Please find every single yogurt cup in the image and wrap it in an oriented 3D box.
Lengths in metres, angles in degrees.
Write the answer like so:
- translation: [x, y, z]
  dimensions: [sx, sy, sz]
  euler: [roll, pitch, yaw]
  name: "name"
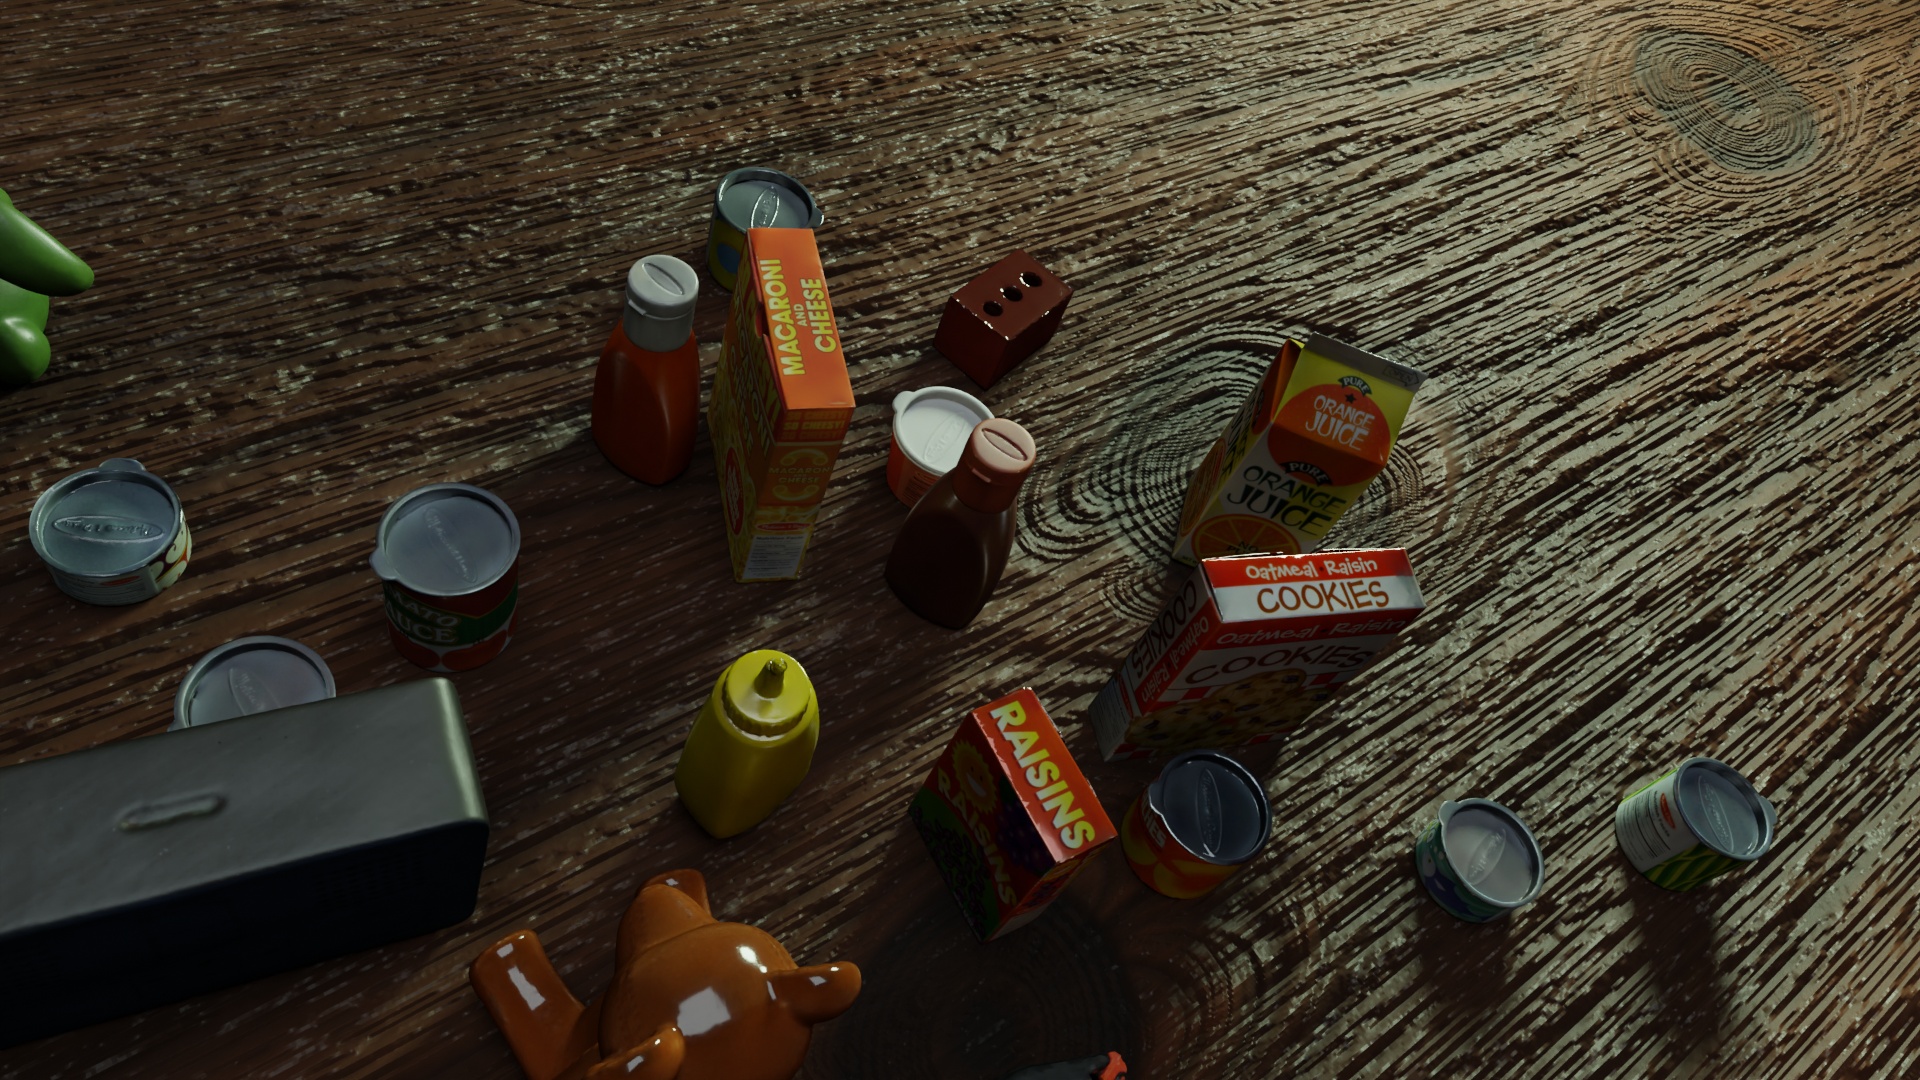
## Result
- translation: [-0.014, -0.053, 0.858]
  dimensions: [0.072, 0.053, 0.073]
  euler: [9, 55, -13]
  name: "yogurt cup"

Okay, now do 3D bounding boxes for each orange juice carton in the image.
- translation: [0.202, -0.052, 0.843]
  dimensions: [0.072, 0.191, 0.073]
  euler: [22, 53, -3]
  name: "orange juice carton"

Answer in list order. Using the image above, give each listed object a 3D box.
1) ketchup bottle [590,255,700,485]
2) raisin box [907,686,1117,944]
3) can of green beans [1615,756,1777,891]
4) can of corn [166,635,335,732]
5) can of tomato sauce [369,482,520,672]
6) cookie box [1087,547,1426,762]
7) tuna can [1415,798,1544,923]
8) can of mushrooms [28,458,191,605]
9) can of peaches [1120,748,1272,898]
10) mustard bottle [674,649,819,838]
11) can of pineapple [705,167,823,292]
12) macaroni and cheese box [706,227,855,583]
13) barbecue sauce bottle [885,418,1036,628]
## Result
- translation: [-0.173, -0.095, 0.775]
  dimensions: [0.065, 0.148, 0.044]
  euler: [39, 54, 10]
  name: "ketchup bottle"
- translation: [0.023, 0.140, 0.696]
  dimensions: [0.040, 0.122, 0.086]
  euler: [-18, 64, -28]
  name: "raisin box"
- translation: [0.450, 0.175, 0.854]
  dimensions: [0.071, 0.057, 0.071]
  euler: [9, 55, -13]
  name: "can of green beans"
- translation: [-0.331, 0.089, 0.655]
  dimensions: [0.071, 0.058, 0.071]
  euler: [9, 55, -13]
  name: "can of corn"
- translation: [-0.261, 0.022, 0.708]
  dimensions: [0.071, 0.082, 0.071]
  euler: [9, 55, -13]
  name: "can of tomato sauce"
- translation: [0.157, 0.064, 0.765]
  dimensions: [0.123, 0.166, 0.040]
  euler: [-3, 59, -20]
  name: "cookie box"
- translation: [0.301, 0.186, 0.814]
  dimensions: [0.071, 0.032, 0.071]
  euler: [9, 55, -13]
  name: "tuna can"
- translation: [-0.427, -0.004, 0.702]
  dimensions: [0.071, 0.033, 0.071]
  euler: [9, 55, -13]
  name: "can of mushrooms"
- translation: [0.126, 0.155, 0.761]
  dimensions: [0.071, 0.057, 0.071]
  euler: [9, 55, -13]
  name: "can of peaches"
- translation: [-0.098, 0.091, 0.667]
  dimensions: [0.065, 0.159, 0.049]
  euler: [-33, 72, -33]
  name: "mustard bottle"
- translation: [-0.131, -0.202, 0.918]
  dimensions: [0.071, 0.057, 0.071]
  euler: [9, 55, -13]
  name: "can of pineapple"
- translation: [-0.105, -0.071, 0.771]
  dimensions: [0.040, 0.165, 0.124]
  euler: [-3, 58, -20]
  name: "macaroni and cheese box"
- translation: [0.003, -0.010, 0.776]
  dimensions: [0.065, 0.147, 0.044]
  euler: [36, 54, 7]
  name: "barbecue sauce bottle"
